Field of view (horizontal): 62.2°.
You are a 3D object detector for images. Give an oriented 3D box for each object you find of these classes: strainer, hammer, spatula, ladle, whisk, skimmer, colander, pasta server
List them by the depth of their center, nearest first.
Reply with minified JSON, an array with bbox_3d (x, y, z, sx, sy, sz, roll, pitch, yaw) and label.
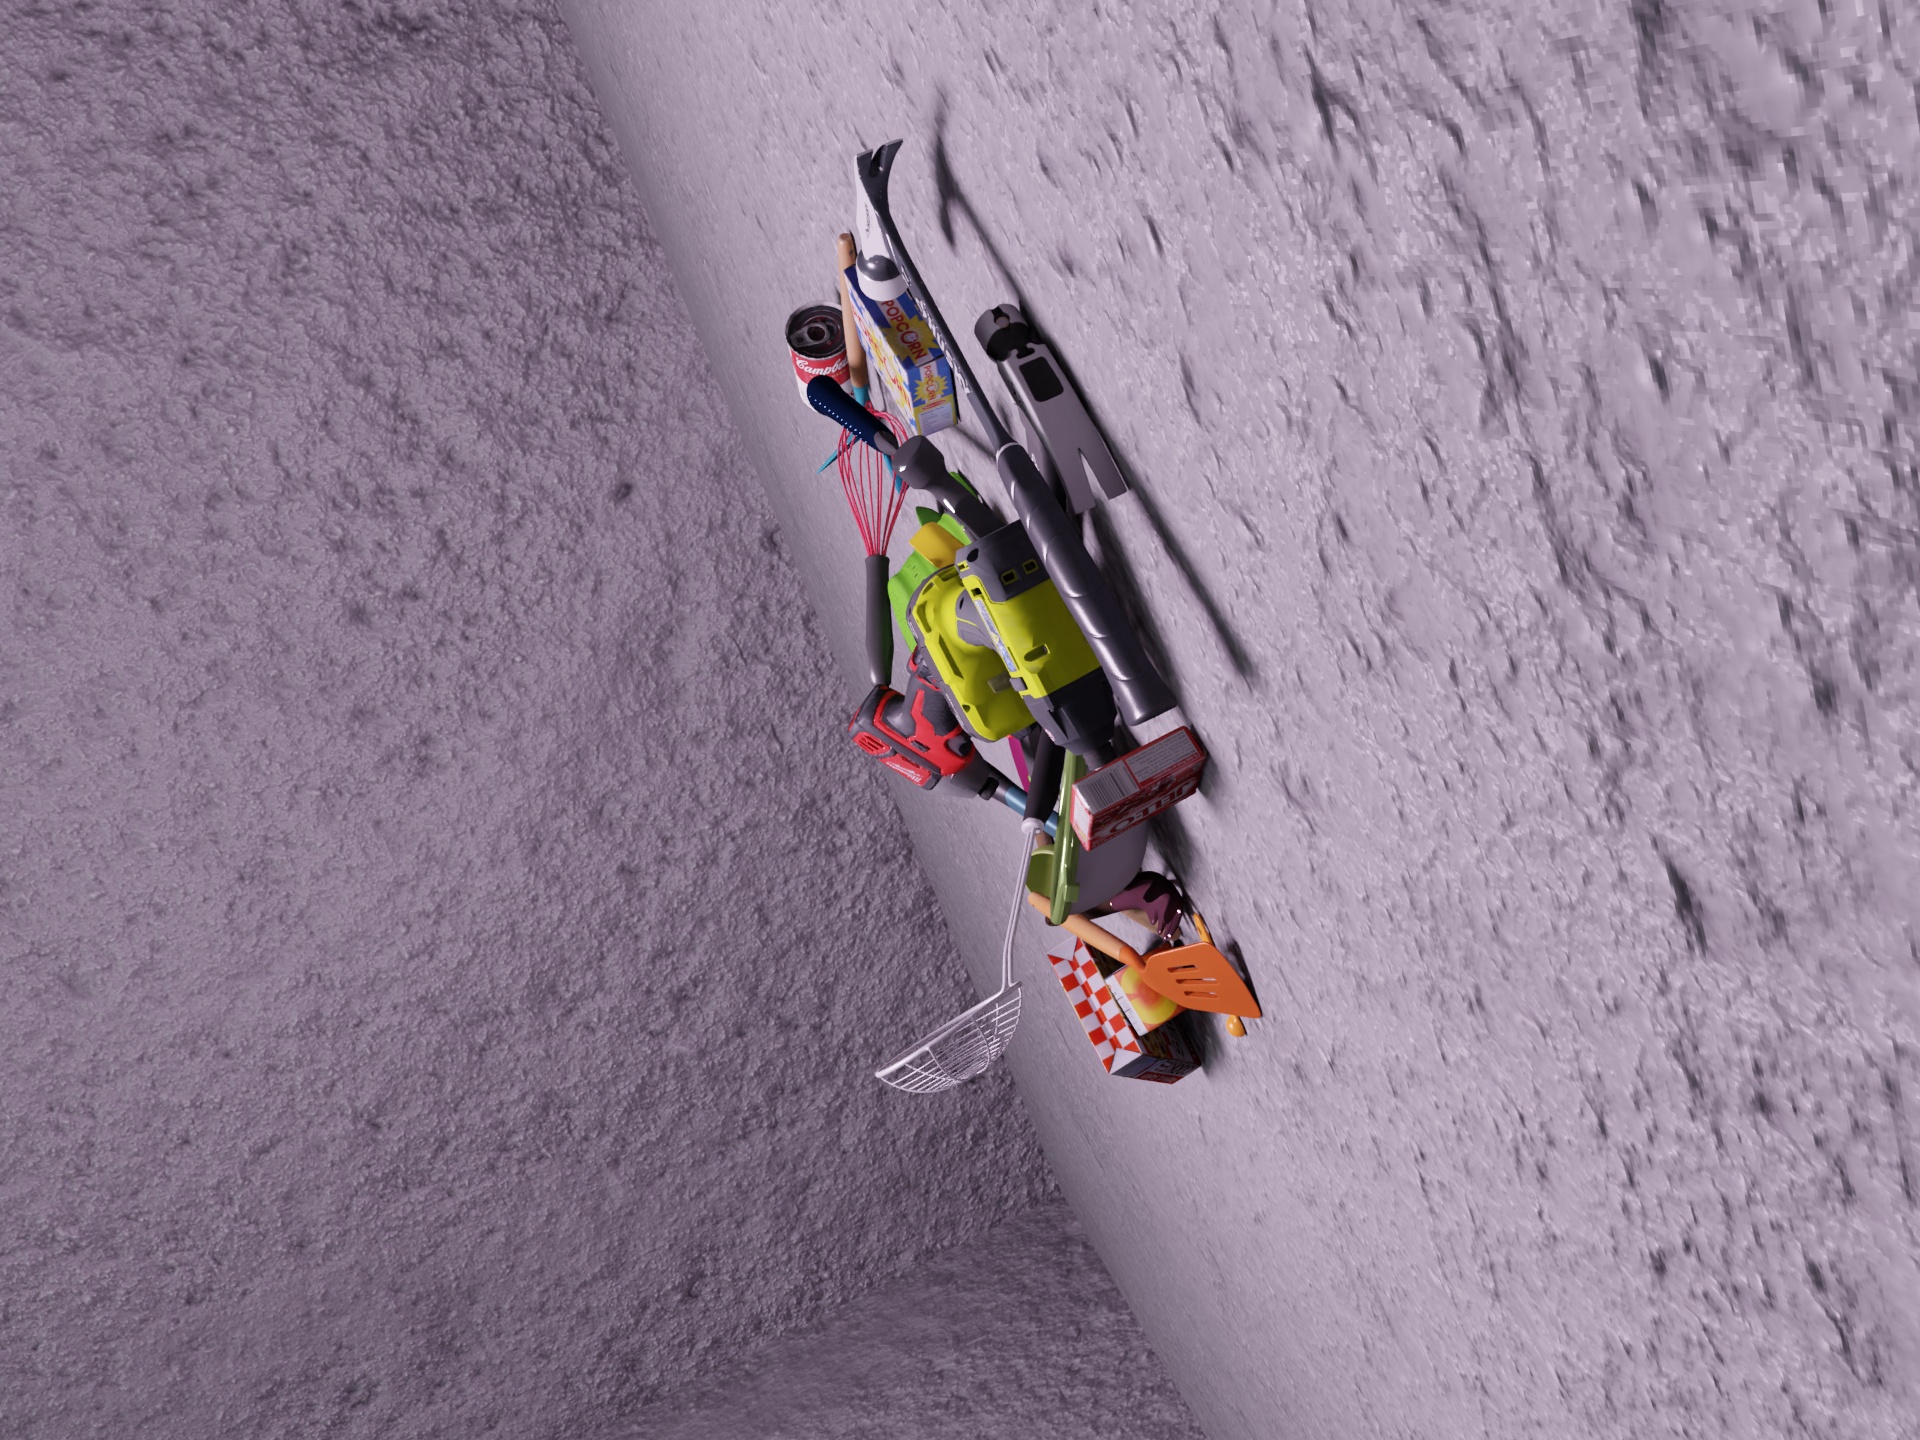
[{"bbox_3d":[0.025,-0.172,0.957,0.149,0.036,0.409,86,159,-68],"label":"hammer"},{"bbox_3d":[0.066,-0.122,1.095,0.334,0.035,0.146,79,165,-61],"label":"hammer"},{"bbox_3d":[0.022,0.125,1.260,0.127,0.090,0.364,-42,28,53],"label":"skimmer"},{"bbox_3d":[0.110,0.106,1.279,0.256,0.069,0.152,89,-173,-67],"label":"strainer"},{"bbox_3d":[0.134,0.182,1.324,0.081,0.041,0.323,54,168,-20],"label":"spatula"},{"bbox_3d":[-0.055,-0.226,1.336,0.144,0.035,0.406,41,-176,-31],"label":"hammer"},{"bbox_3d":[0.124,0.168,1.396,0.060,0.040,0.316,47,161,-2],"label":"pasta server"},{"bbox_3d":[0.014,-0.037,1.473,0.205,0.094,0.396,-123,11,-45],"label":"colander"},{"bbox_3d":[0.131,0.171,1.486,0.078,0.062,0.320,53,172,-13],"label":"ladle"},{"bbox_3d":[0.040,0.064,1.486,0.331,0.033,0.128,33,158,41],"label":"hammer"},{"bbox_3d":[-0.078,-0.168,1.492,0.073,0.073,0.296,88,179,-70],"label":"whisk"},{"bbox_3d":[-0.107,-0.344,1.510,0.044,0.082,0.317,39,157,20],"label":"spatula"}]

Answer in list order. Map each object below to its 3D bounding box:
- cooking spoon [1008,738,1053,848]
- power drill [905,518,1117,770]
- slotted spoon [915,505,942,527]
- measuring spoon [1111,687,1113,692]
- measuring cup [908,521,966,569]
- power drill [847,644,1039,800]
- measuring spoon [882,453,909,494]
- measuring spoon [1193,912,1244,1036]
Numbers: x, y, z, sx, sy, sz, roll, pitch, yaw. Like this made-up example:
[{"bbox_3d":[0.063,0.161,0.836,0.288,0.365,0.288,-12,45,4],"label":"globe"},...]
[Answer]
[{"bbox_3d":[0.087,0.116,1.738,0.069,0.017,0.318,-122,11,-48],"label":"cooking spoon"},{"bbox_3d":[0.038,-0.046,1.120,0.171,0.080,0.223,63,169,-6],"label":"power drill"},{"bbox_3d":[-0.025,-0.153,1.638,0.313,0.031,0.070,97,148,-79],"label":"slotted spoon"},{"bbox_3d":[0.106,-0.049,1.148,0.124,0.018,0.034,93,153,-59],"label":"measuring spoon"},{"bbox_3d":[0.027,-0.109,1.301,0.156,0.029,0.062,37,-173,-1],"label":"measuring cup"},{"bbox_3d":[-0.002,-0.004,1.346,0.143,0.079,0.219,33,149,-5],"label":"power drill"},{"bbox_3d":[-0.068,-0.272,1.619,0.129,0.021,0.042,-110,1,-54],"label":"measuring spoon"},{"bbox_3d":[0.202,0.204,1.262,0.021,0.011,0.116,-137,23,-70],"label":"measuring spoon"}]
